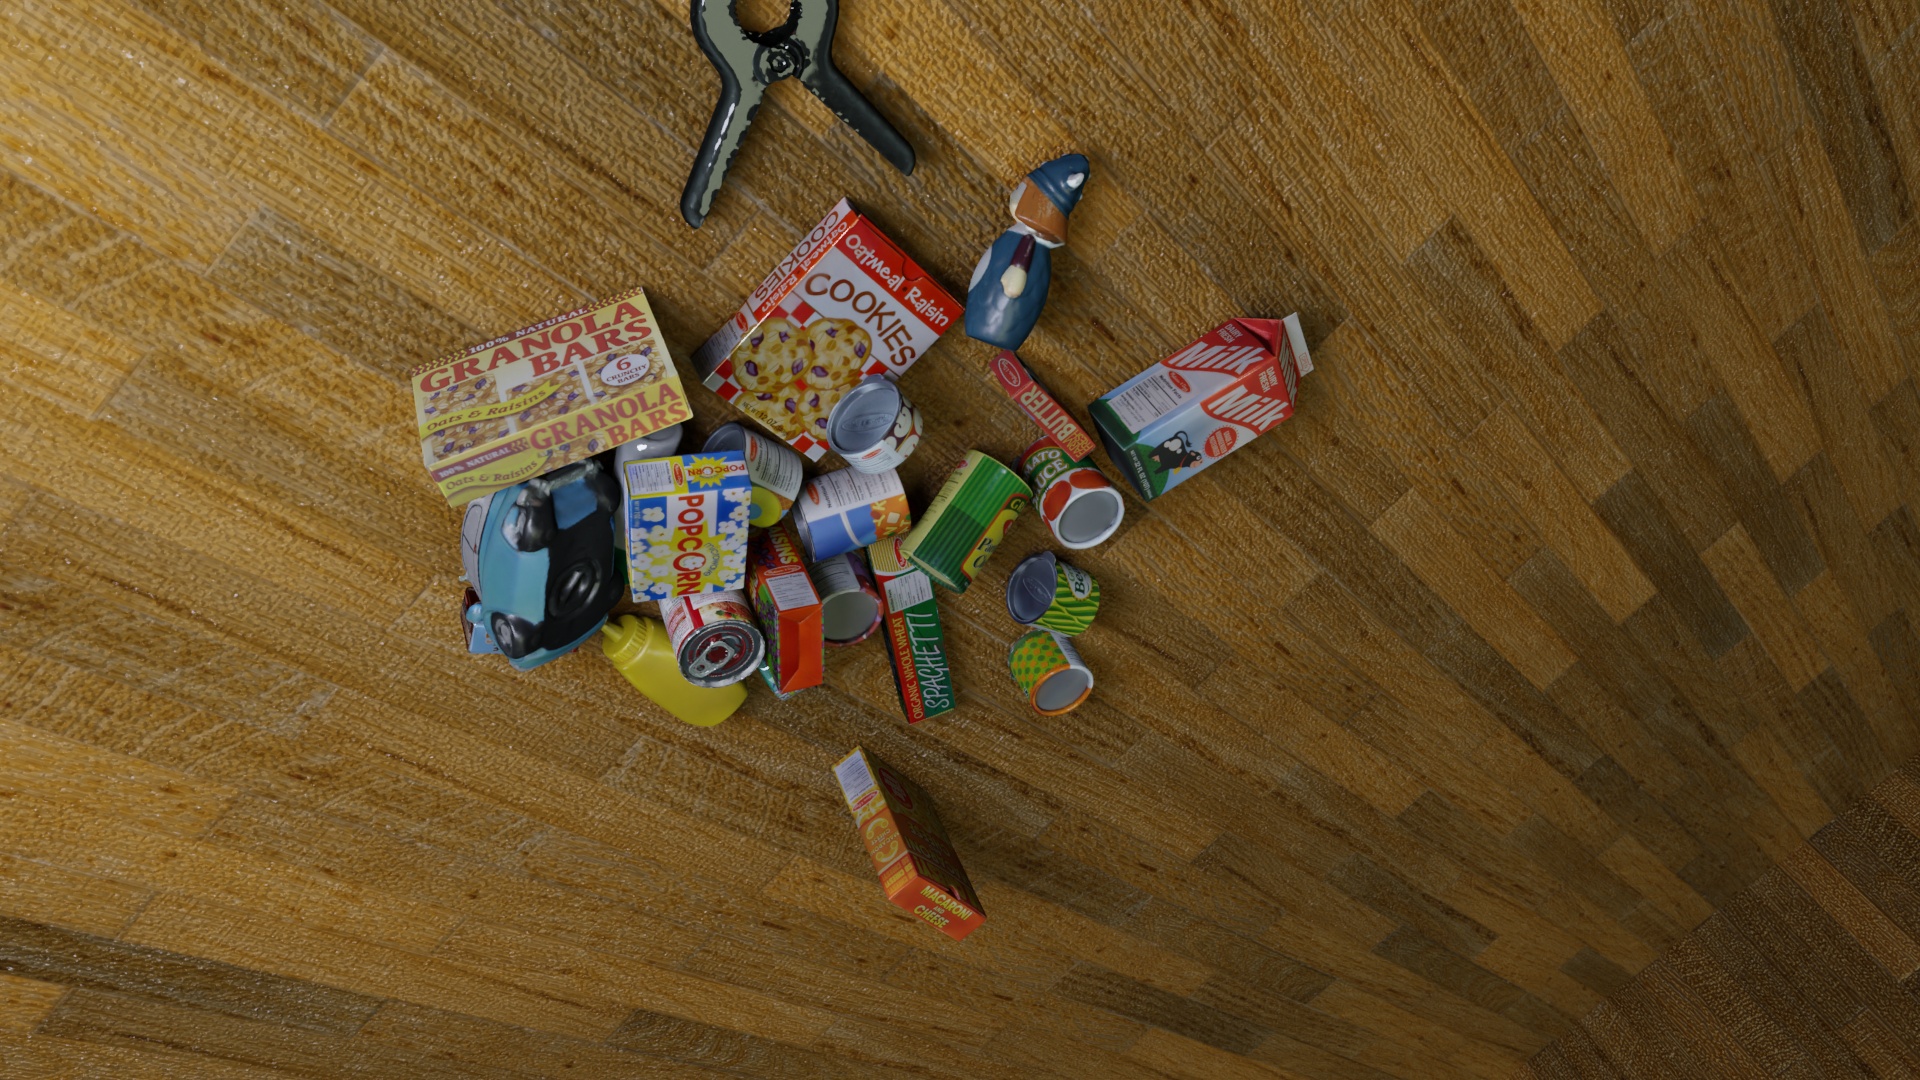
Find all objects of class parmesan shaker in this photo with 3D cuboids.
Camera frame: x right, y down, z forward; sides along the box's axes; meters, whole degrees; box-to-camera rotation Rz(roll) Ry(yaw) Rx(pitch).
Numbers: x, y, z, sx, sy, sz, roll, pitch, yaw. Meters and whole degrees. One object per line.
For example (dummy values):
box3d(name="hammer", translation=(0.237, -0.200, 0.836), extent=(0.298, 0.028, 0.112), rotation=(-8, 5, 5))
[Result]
box3d(name="parmesan shaker", translation=(0.004, -0.014, 1.153), extent=(0.103, 0.071, 0.071), rotation=(-55, 134, -10))

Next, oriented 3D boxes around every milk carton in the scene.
box3d(name="milk carton", translation=(0.214, -0.122, 1.189), extent=(0.190, 0.074, 0.072), rotation=(-32, 134, -1))

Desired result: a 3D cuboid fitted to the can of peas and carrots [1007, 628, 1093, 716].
box3d(name="can of peas and carrots", translation=(0.085, 0.128, 1.337), extent=(0.071, 0.059, 0.070), rotation=(-14, 131, -16))

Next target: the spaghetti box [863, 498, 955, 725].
box3d(name="spaghetti box", translation=(-0.046, 0.070, 1.244), extent=(0.050, 0.029, 0.248), rotation=(-20, 132, -12))

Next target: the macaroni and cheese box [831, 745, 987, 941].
box3d(name="macaroni and cheese box", translation=(-0.049, 0.287, 1.323), extent=(0.040, 0.167, 0.123), rotation=(-40, 133, 7))

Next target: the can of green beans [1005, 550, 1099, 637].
box3d(name="can of green beans", translation=(0.085, 0.051, 1.269), extent=(0.058, 0.071, 0.071), rotation=(19, 116, -37))

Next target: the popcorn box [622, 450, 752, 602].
box3d(name="popcorn box", translation=(-0.199, -0.010, 1.008), extent=(0.085, 0.038, 0.126), rotation=(-8, 145, -18))

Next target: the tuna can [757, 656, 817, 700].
box3d(name="tuna can", translation=(-0.152, 0.104, 1.189), extent=(0.033, 0.071, 0.070), rotation=(-30, 134, 1))

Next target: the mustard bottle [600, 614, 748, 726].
box3d(name="mustard bottle", translation=(-0.247, 0.099, 1.152), extent=(0.065, 0.049, 0.160), rotation=(-41, 132, 8))

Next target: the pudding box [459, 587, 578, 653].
box3d(name="pudding box", translation=(-0.339, 0.063, 1.074), extent=(0.084, 0.050, 0.030), rotation=(3, 123, -29))

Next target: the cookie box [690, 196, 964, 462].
box3d(name="cookie box", translation=(-0.096, -0.152, 1.029), extent=(0.167, 0.040, 0.123), rotation=(-44, 133, 11))

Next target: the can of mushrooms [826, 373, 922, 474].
box3d(name="can of mushrooms", translation=(-0.063, -0.086, 1.029), extent=(0.071, 0.071, 0.033), rotation=(-40, 135, 8))

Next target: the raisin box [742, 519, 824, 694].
box3d(name="raisin box", translation=(-0.146, 0.049, 1.111), extent=(0.040, 0.124, 0.085), rotation=(-12, 130, -19))

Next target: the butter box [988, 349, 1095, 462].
box3d(name="butter box", translation=(0.068, -0.110, 1.138), extent=(0.024, 0.053, 0.103), rotation=(-40, 133, 11))

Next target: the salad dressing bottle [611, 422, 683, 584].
box3d(name="salad dressing bottle", translation=(-0.243, -0.030, 1.044), extent=(0.044, 0.064, 0.146), rotation=(13, 130, -12))

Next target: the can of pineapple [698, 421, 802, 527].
box3d(name="can of pineapple", translation=(-0.164, -0.049, 1.063), extent=(0.058, 0.071, 0.071), rotation=(27, 111, -39))

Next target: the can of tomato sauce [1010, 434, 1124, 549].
box3d(name="can of tomato sauce", translation=(0.091, -0.042, 1.185), extent=(0.071, 0.083, 0.070), rotation=(-14, 131, -17))

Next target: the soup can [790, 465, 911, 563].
box3d(name="soup can", translation=(-0.090, -0.023, 1.120), extent=(0.084, 0.071, 0.071), rotation=(-18, 132, -13))

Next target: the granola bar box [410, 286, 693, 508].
box3d(name="granola bar box", translation=(-0.273, -0.098, 0.925), extent=(0.166, 0.125, 0.038), rotation=(-22, 133, -9))

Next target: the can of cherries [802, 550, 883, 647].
box3d(name="can of cherries", translation=(-0.103, 0.049, 1.178), extent=(0.071, 0.058, 0.071), rotation=(-14, 131, -16))
